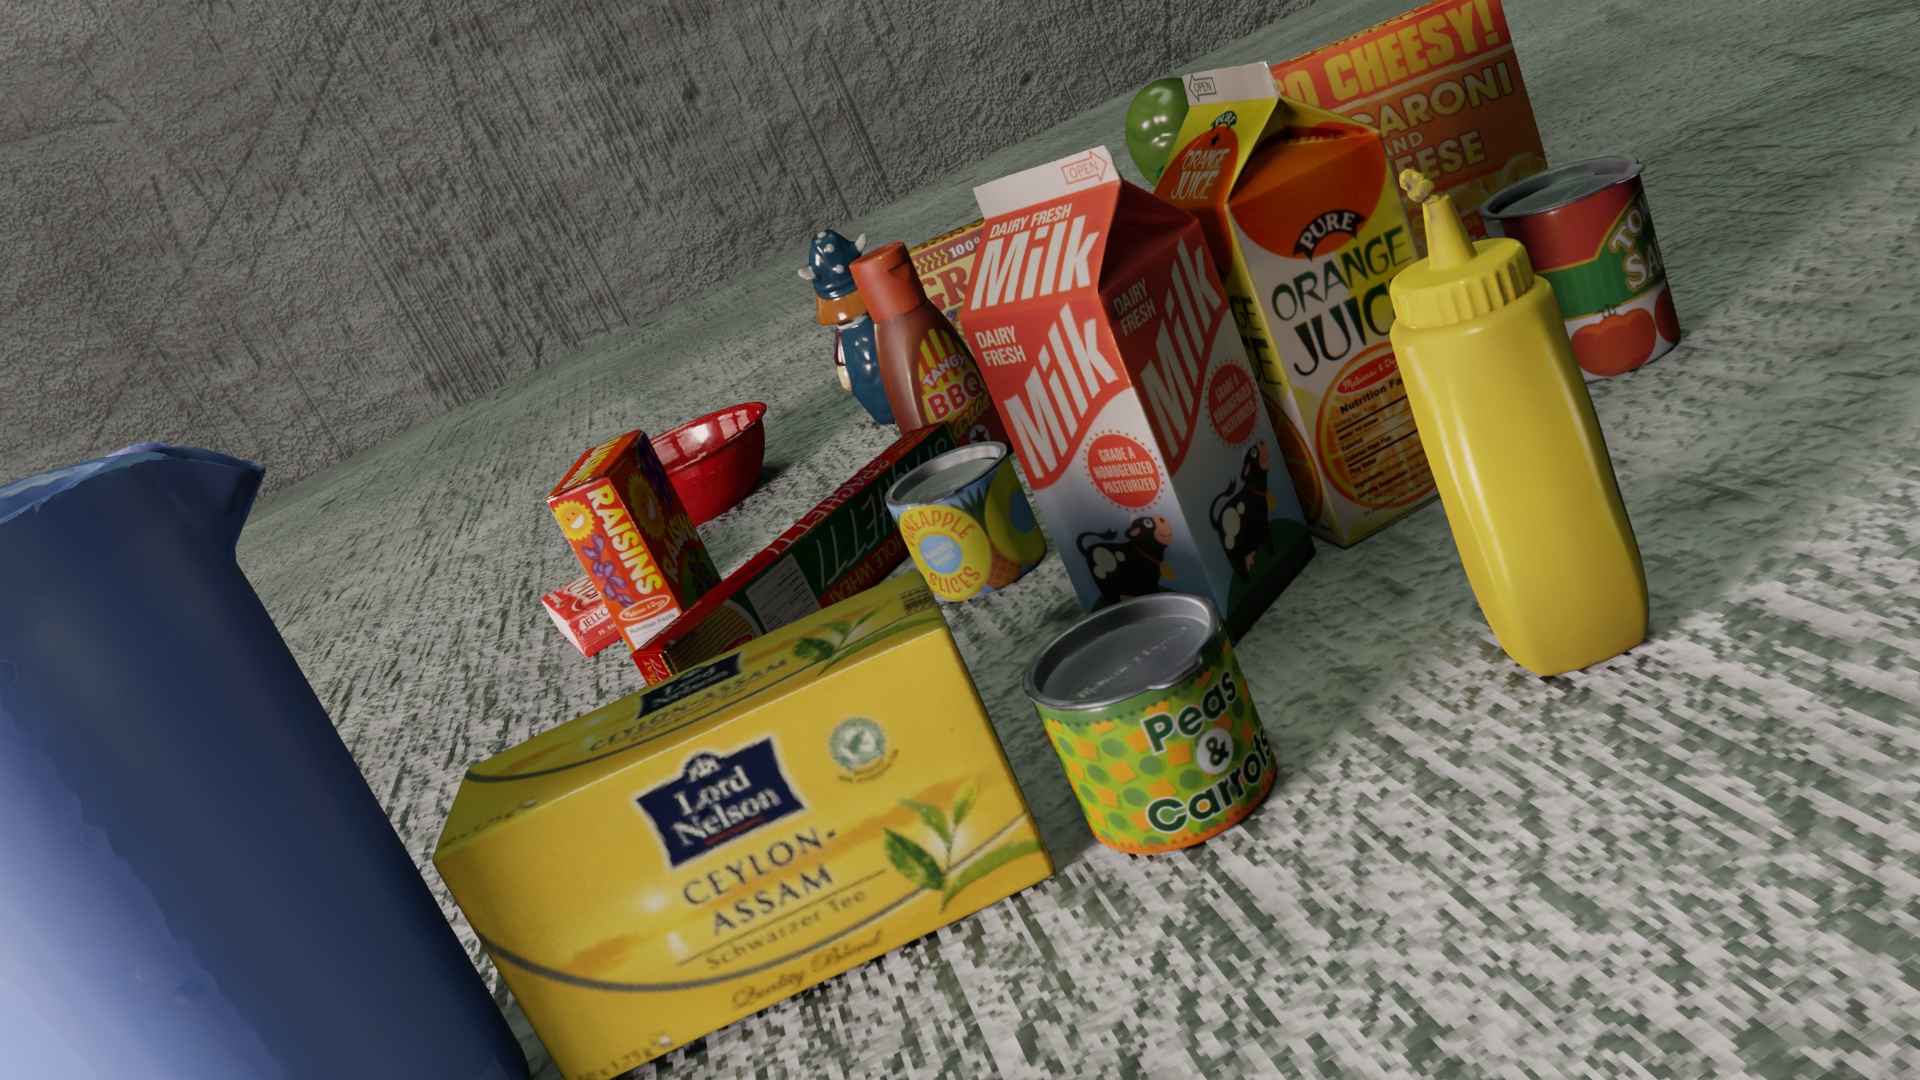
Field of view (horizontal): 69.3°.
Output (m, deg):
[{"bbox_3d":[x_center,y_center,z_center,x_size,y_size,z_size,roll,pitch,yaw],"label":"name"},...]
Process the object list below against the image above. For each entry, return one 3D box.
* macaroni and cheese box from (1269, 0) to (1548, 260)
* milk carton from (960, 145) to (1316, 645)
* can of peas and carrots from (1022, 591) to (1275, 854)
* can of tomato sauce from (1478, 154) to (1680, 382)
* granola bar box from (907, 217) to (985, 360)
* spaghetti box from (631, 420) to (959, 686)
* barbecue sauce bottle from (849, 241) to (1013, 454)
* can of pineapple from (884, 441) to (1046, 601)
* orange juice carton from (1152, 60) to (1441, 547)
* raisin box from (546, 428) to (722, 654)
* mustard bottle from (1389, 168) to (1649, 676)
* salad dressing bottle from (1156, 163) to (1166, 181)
[{"bbox_3d":[0.231,-0.179,0.706,0.123,0.166,0.040,-17,20,22],"label":"macaroni and cheese box"},{"bbox_3d":[0.065,-0.057,0.545,0.072,0.190,0.074,-4,27,46],"label":"milk carton"},{"bbox_3d":[0.062,0.058,0.445,0.071,0.058,0.071,-22,19,8],"label":"can of peas and carrots"},{"bbox_3d":[0.279,-0.121,0.621,0.071,0.083,0.071,-22,19,8],"label":"can of tomato sauce"},{"bbox_3d":[0.051,-0.172,0.972,0.165,0.124,0.039,-22,19,8],"label":"granola bar box"},{"bbox_3d":[-0.073,0.012,0.746,0.028,0.050,0.251,-8,25,40],"label":"spaghetti box"},{"bbox_3d":[-0.022,-0.108,0.853,0.065,0.148,0.043,-36,21,-30],"label":"barbecue sauce bottle"},{"bbox_3d":[0.002,-0.009,0.698,0.071,0.057,0.071,-22,19,8],"label":"can of pineapple"},{"bbox_3d":[0.140,-0.102,0.572,0.073,0.192,0.072,-28,19,-9],"label":"orange juice carton"},{"bbox_3d":[-0.170,0.010,0.757,0.040,0.123,0.086,-22,19,8],"label":"raisin box"},{"bbox_3d":[0.165,-0.038,0.421,0.049,0.159,0.065,-21,19,12],"label":"mustard bottle"},{"bbox_3d":[0.139,-0.121,0.693,0.044,0.147,0.064,-14,21,30],"label":"salad dressing bottle"}]
